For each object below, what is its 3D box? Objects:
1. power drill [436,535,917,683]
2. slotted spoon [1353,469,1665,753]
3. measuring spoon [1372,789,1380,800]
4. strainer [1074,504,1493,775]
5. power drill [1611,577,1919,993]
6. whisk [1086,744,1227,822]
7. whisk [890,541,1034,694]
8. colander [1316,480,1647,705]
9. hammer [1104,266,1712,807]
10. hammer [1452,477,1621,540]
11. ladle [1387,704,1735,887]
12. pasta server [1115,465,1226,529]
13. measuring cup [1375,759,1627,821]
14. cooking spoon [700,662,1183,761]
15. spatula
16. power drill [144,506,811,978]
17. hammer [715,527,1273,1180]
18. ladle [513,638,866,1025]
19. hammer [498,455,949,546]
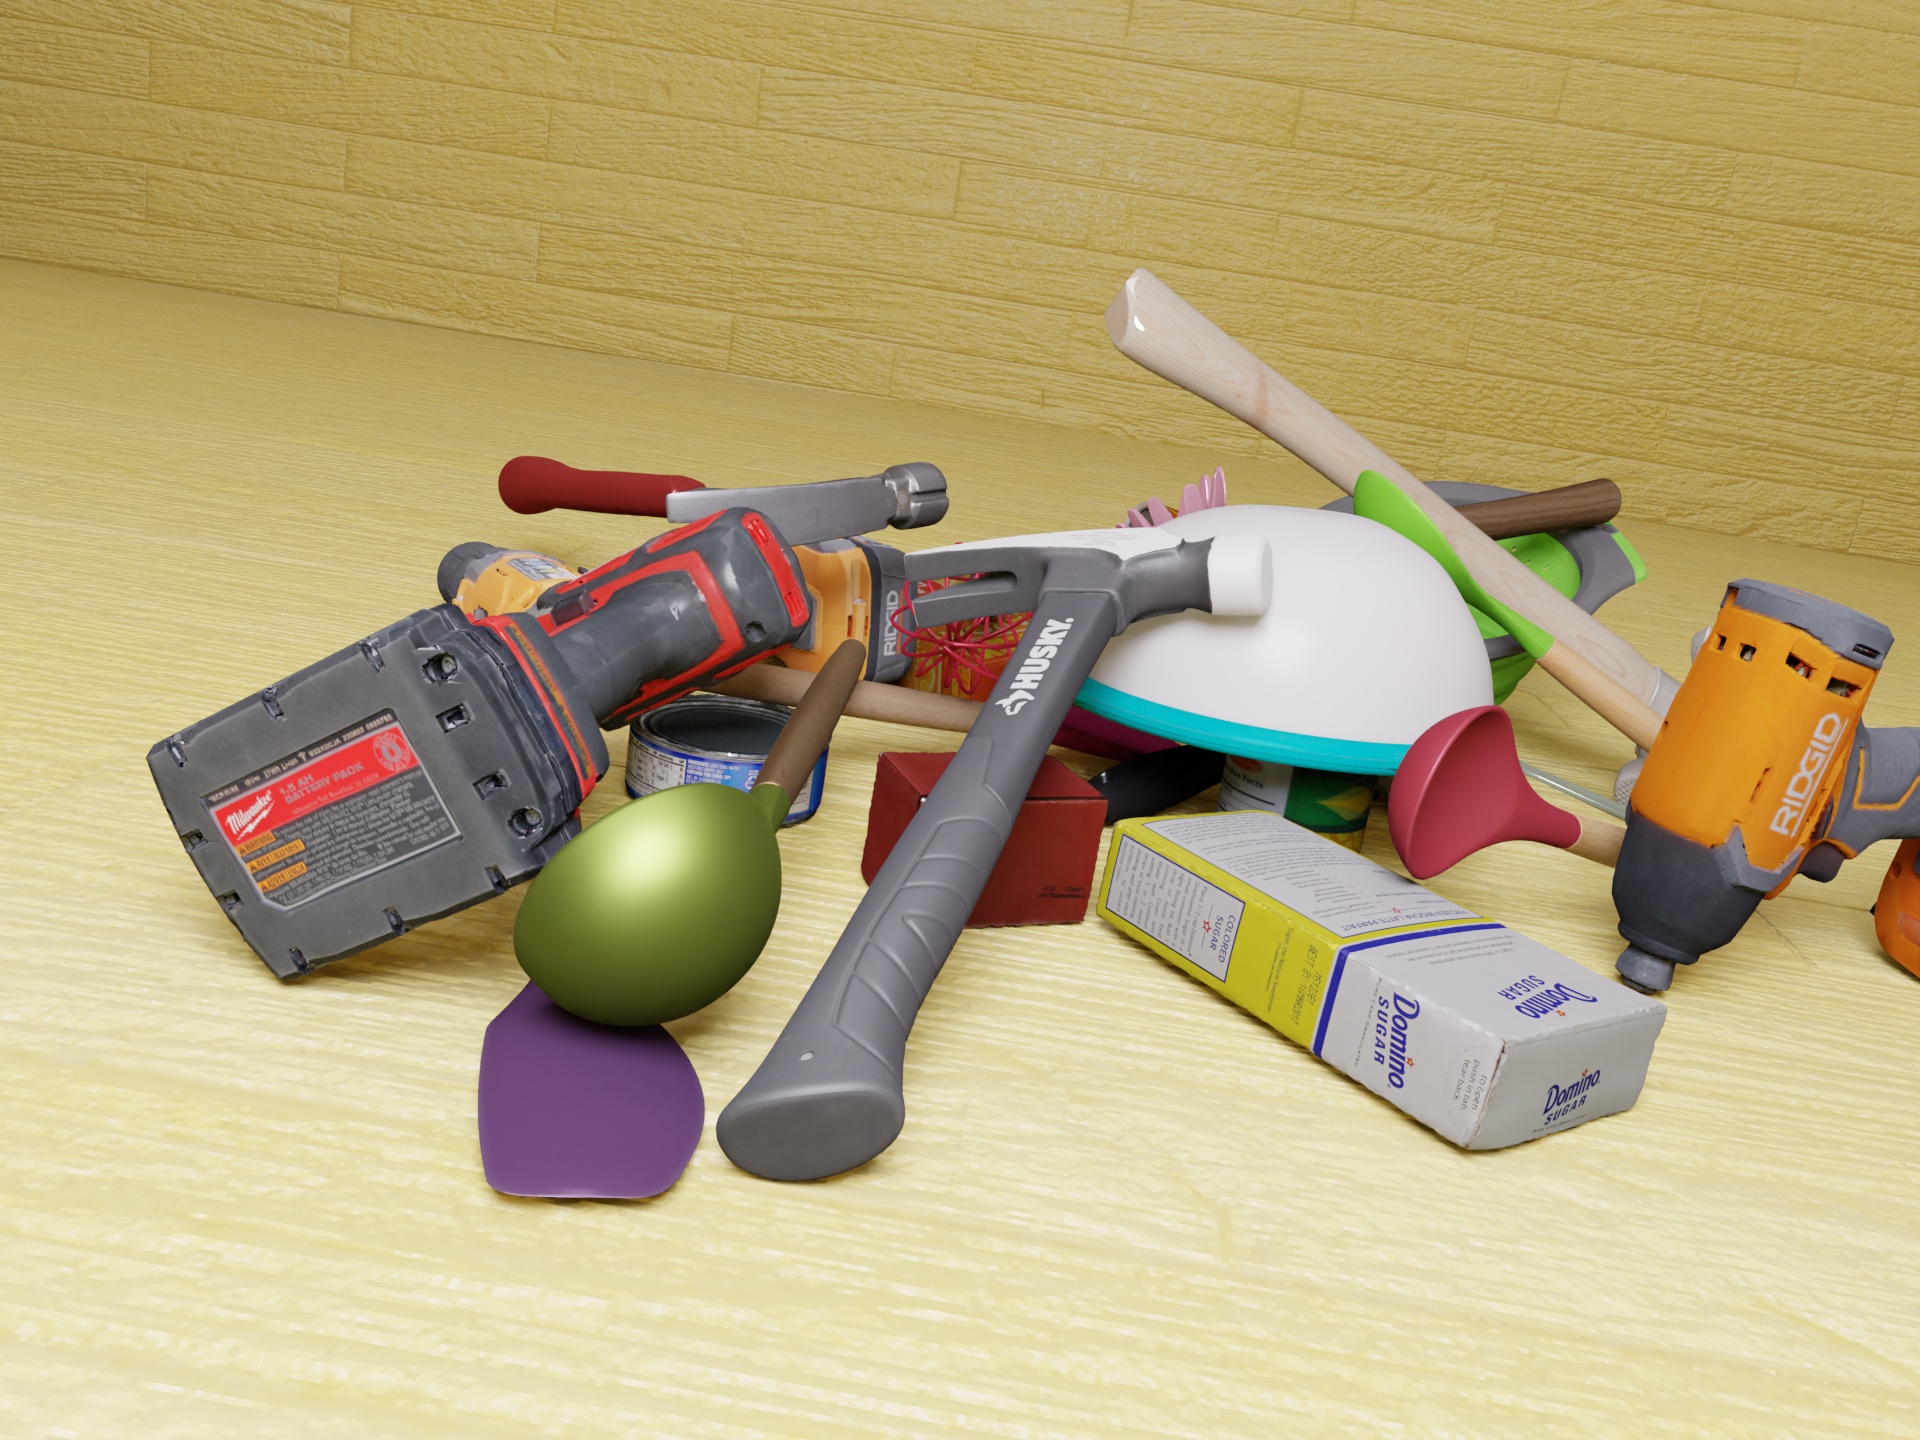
[{"bbox_3d":[-0.161,-0.064,0.861,0.226,0.084,0.185,-7,20,-33],"label":"power drill"},{"bbox_3d":[0.320,-0.021,0.816,0.313,0.031,0.070,36,0,-6],"label":"slotted spoon"},{"bbox_3d":[0.176,0.035,0.795,0.034,0.018,0.124,23,20,41],"label":"measuring spoon"},{"bbox_3d":[0.172,-0.060,0.776,0.211,0.095,0.340,13,16,20],"label":"strainer"},{"bbox_3d":[0.366,0.050,0.644,0.226,0.164,0.084,16,12,-23],"label":"power drill"},{"bbox_3d":[0.134,0.016,0.795,0.055,0.055,0.239,21,25,38],"label":"whisk"},{"bbox_3d":[0.013,-0.069,0.838,0.073,0.073,0.296,10,14,4],"label":"whisk"},{"bbox_3d":[0.224,-0.052,1.022,0.397,0.094,0.205,-10,36,0],"label":"colander"},{"bbox_3d":[0.257,-0.119,0.882,0.410,0.038,0.146,37,58,-3],"label":"hammer"},{"bbox_3d":[0.246,-0.105,0.945,0.331,0.031,0.130,-11,-4,-17],"label":"hammer"},{"bbox_3d":[0.263,0.049,0.656,0.315,0.069,0.031,16,11,-41],"label":"ladle"},{"bbox_3d":[0.069,-0.112,1.037,0.060,0.040,0.316,-27,10,-27],"label":"pasta server"},{"bbox_3d":[0.283,0.041,0.816,0.167,0.038,0.083,24,18,14],"label":"measuring cup"},{"bbox_3d":[-0.001,-0.002,0.752,0.318,0.017,0.069,10,16,-38],"label":"cooking spoon"},{"bbox_3d":[-0.128,0.064,0.525,0.059,0.018,0.316,6,17,-19],"label":"spatula"},{"bbox_3d":[-0.167,0.000,0.551,0.188,0.080,0.227,-22,11,20],"label":"power drill"},{"bbox_3d":[0.004,0.020,0.531,0.146,0.035,0.335,2,33,21],"label":"hammer"},{"bbox_3d":[-0.072,0.012,0.559,0.062,0.078,0.320,35,18,-6],"label":"ladle"},{"bbox_3d":[-0.172,-0.119,0.853,0.149,0.036,0.359,-14,17,-37],"label":"hammer"}]
